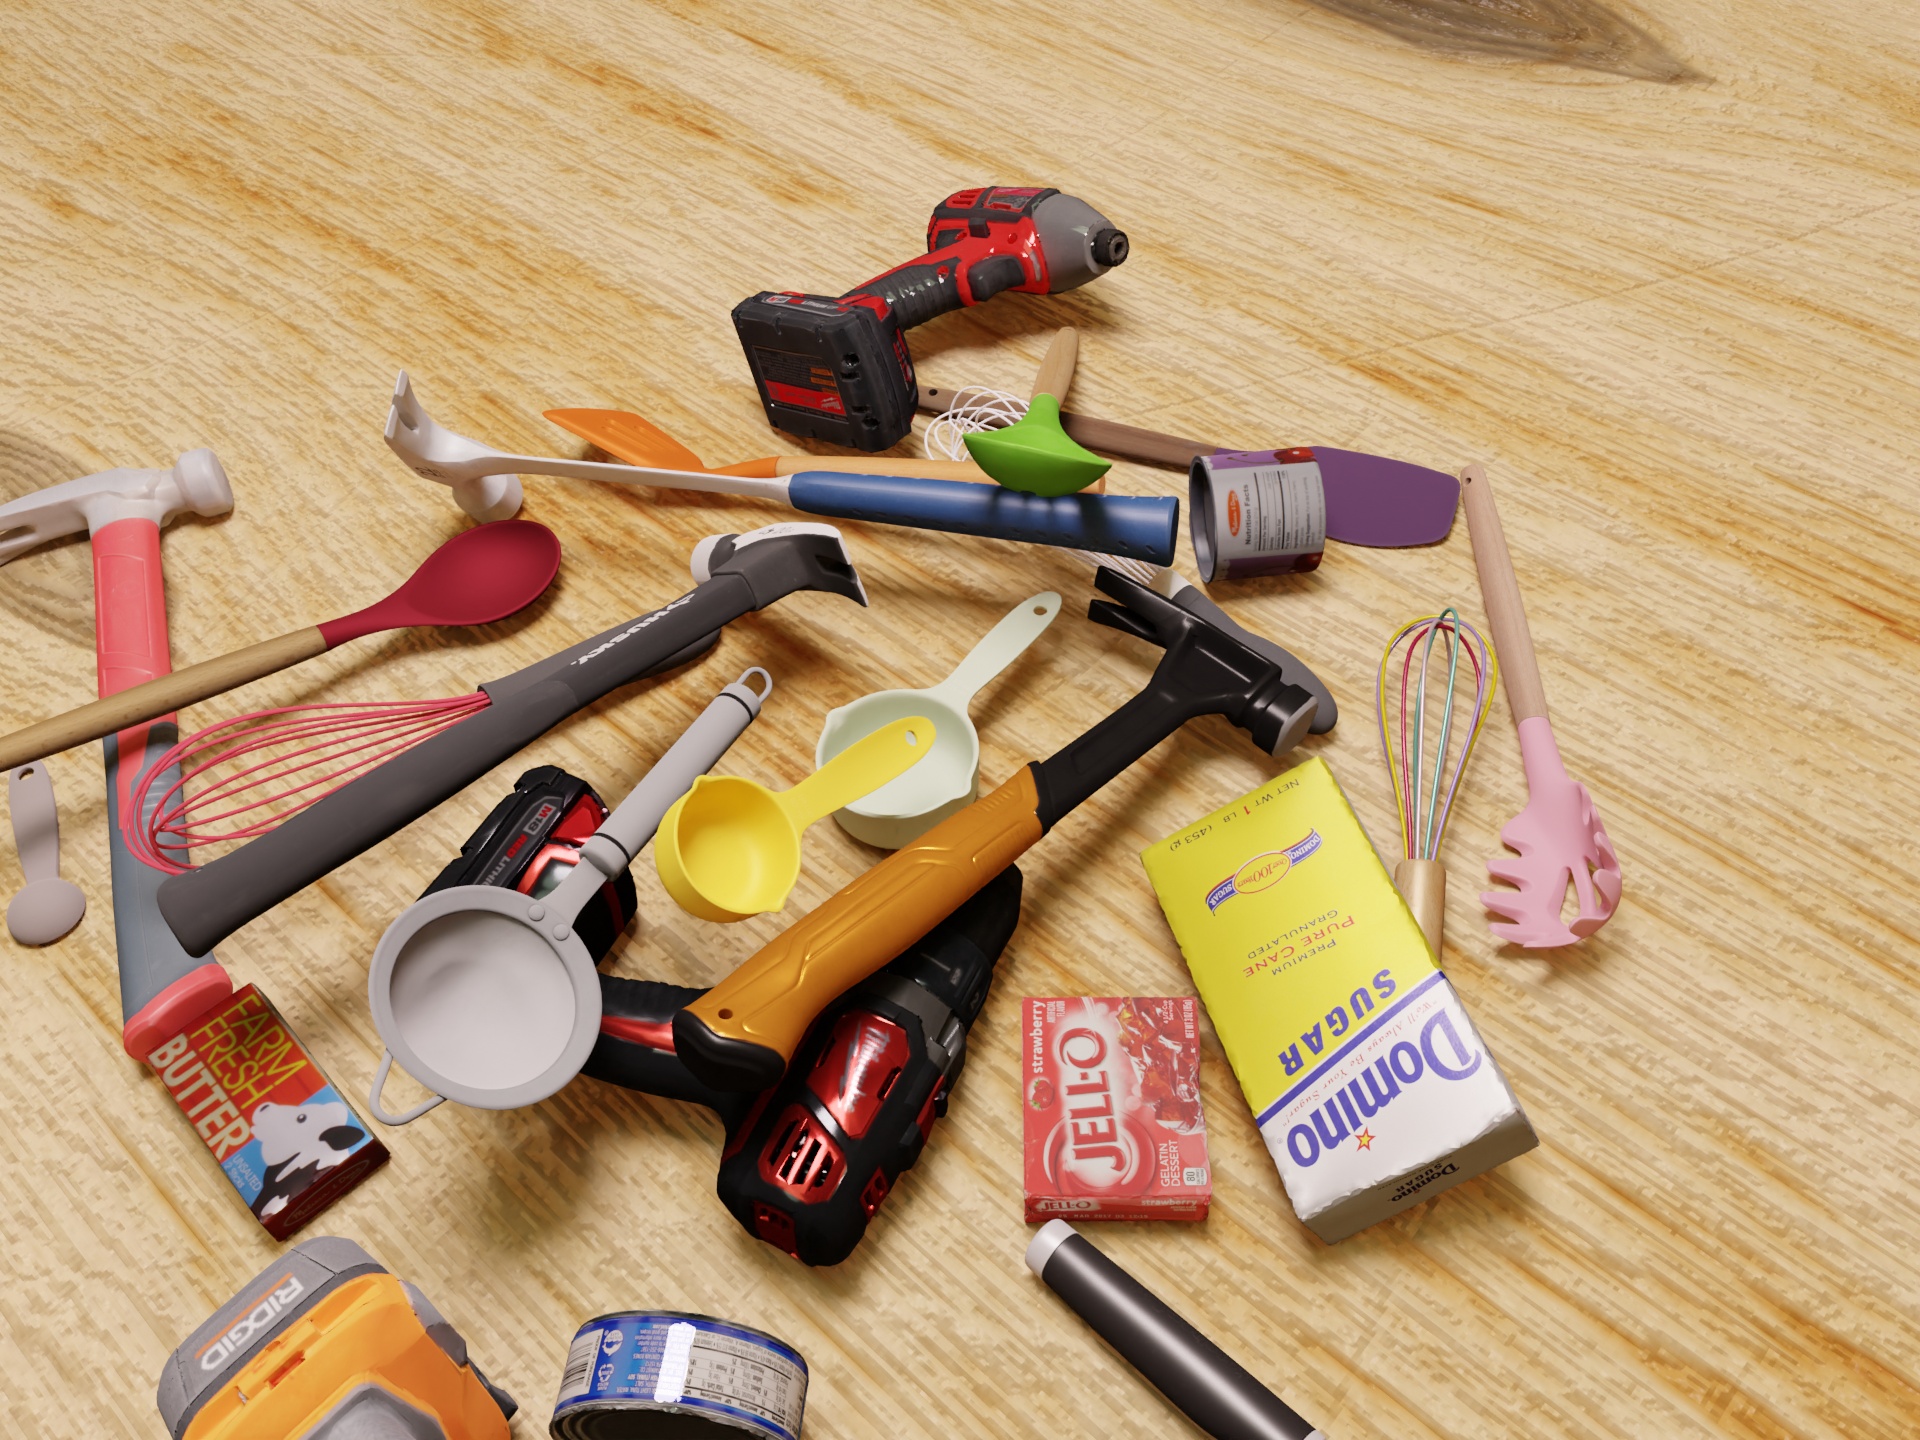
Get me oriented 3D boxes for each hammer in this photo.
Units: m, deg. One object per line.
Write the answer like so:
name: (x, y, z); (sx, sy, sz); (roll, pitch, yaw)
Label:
hammer: (-0.185, -0.002, 0.692); (0.335, 0.035, 0.146); (-36, 24, -32)
hammer: (-0.095, -0.117, 0.801); (0.405, 0.144, 0.035); (7, 80, 11)
hammer: (-0.425, 0.008, 0.793); (0.143, 0.038, 0.387); (-20, 52, -10)
hammer: (0.010, 0.040, 0.670); (0.127, 0.034, 0.337); (36, 49, 24)

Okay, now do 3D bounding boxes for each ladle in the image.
ladle: (-0.343, -0.031, 0.790); (0.315, 0.031, 0.069); (-27, 55, -31)

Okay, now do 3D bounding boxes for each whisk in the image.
whisk: (-0.243, 0.001, 0.760); (0.296, 0.073, 0.073); (-25, 52, -30)
whisk: (0.084, -0.083, 0.822); (0.070, 0.070, 0.285); (-35, 61, -22)
whisk: (0.210, 0.047, 0.707); (0.047, 0.051, 0.245); (21, 57, -10)

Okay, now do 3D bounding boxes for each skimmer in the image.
skimmer: (0.175, 0.255, 0.511); (0.364, 0.127, 0.090); (32, 101, 32)

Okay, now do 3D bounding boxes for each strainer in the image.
strainer: (-0.146, 0.062, 0.629); (0.087, 0.050, 0.258); (42, 51, -7)

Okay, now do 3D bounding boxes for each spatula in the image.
spatula: (-0.075, -0.143, 0.856); (0.323, 0.041, 0.081); (7, 13, 24)
spatula: (0.118, -0.150, 0.894); (0.316, 0.018, 0.060); (16, 66, 16)

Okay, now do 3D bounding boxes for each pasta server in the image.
pasta server: (0.266, -0.021, 0.765); (0.040, 0.060, 0.317); (29, 43, -26)

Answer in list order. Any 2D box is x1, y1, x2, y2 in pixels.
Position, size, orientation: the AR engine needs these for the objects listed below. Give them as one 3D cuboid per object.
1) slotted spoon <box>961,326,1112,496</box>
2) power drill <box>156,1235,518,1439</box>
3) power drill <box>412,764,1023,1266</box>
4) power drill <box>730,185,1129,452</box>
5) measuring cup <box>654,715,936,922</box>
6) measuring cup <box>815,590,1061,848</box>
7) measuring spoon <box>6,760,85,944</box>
slotted spoon: (0.048, -0.169, 0.831); (0.070, 0.031, 0.314); (12, 26, 2)
power drill: (-0.141, 0.276, 0.492); (0.227, 0.164, 0.084); (26, 56, 38)
power drill: (-0.098, 0.100, 0.671); (0.227, 0.080, 0.188); (22, 56, 17)
power drill: (-0.011, -0.247, 0.929); (0.220, 0.078, 0.143); (-39, 40, -28)
measuring cup: (-0.065, 0.035, 0.668); (0.156, 0.029, 0.062); (-32, 90, -46)
measuring cup: (-0.001, -0.002, 0.771); (0.083, 0.038, 0.167); (29, 56, 25)
measuring spoon: (-0.449, 0.056, 0.767); (0.034, 0.018, 0.124); (-23, 52, -14)
